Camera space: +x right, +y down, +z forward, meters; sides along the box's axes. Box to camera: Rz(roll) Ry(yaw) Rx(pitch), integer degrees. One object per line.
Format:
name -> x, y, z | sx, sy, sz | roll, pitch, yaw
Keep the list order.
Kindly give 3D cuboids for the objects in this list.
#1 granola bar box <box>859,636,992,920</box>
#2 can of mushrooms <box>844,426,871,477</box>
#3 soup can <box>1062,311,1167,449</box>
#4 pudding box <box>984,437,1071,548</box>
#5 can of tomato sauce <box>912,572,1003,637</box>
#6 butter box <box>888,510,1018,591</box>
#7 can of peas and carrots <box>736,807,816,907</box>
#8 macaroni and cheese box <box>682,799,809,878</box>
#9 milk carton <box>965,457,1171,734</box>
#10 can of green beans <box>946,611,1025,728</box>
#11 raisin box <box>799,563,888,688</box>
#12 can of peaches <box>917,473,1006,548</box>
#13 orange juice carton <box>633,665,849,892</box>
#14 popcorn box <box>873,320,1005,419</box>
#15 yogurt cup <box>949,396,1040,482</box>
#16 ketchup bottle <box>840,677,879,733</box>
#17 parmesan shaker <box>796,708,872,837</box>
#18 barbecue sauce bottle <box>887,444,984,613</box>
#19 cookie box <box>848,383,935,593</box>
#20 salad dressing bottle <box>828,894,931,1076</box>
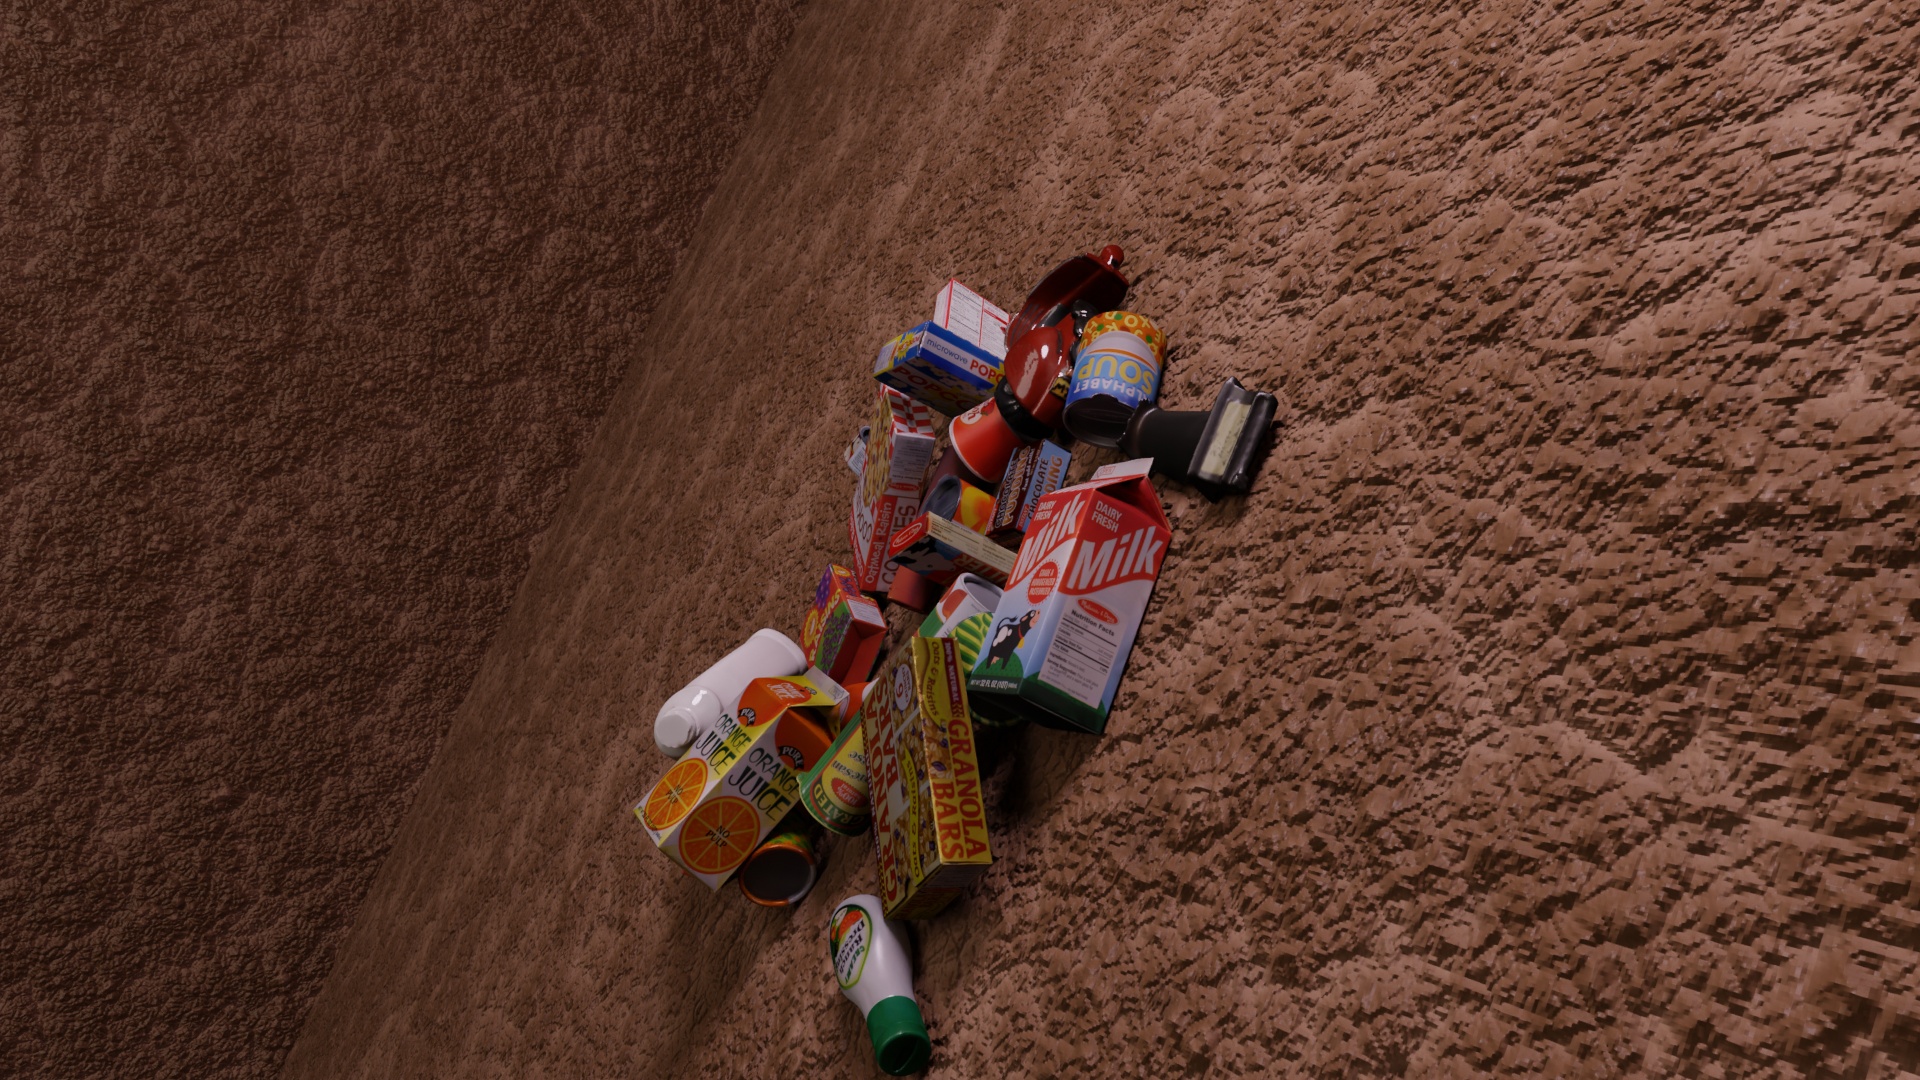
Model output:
granola bar box -> -0.029, 0.168, 0.976 | 0.123, 0.039, 0.166 | 124, 143, -52
can of mushrooms -> -0.081, -0.081, 1.394 | 0.033, 0.071, 0.071 | -53, 26, 22
soup can -> 0.117, -0.123, 1.048 | 0.071, 0.071, 0.084 | -26, 42, 52
pudding box -> 0.055, -0.038, 1.127 | 0.049, 0.030, 0.084 | -14, 52, 60
can of tomato sauce -> 0.002, 0.076, 1.068 | 0.083, 0.071, 0.071 | -53, 26, 16
butter box -> 0.000, 0.016, 1.089 | 0.053, 0.103, 0.024 | -32, 41, 45
can of peas and carrots -> -0.160, 0.266, 1.176 | 0.070, 0.071, 0.059 | -55, 26, 15
macaroni and cheese box -> -0.193, 0.238, 1.305 | 0.165, 0.040, 0.124 | -39, 32, 39
milk carton -> 0.081, 0.030, 0.953 | 0.072, 0.073, 0.191 | -6, 59, 62
can of green beans -> 0.025, 0.094, 1.005 | 0.071, 0.071, 0.058 | -56, 26, 13
raisin box -> -0.111, 0.086, 1.293 | 0.086, 0.040, 0.124 | -66, 22, 17
can of peaches -> 0.004, -0.015, 1.168 | 0.071, 0.058, 0.071 | -45, 29, 34
orange juice carton -> -0.173, 0.186, 1.155 | 0.193, 0.073, 0.072 | -48, 32, -10
popcorn box -> -0.002, -0.143, 1.232 | 0.085, 0.126, 0.038 | -16, 54, 58
yogurt cup -> 0.032, -0.091, 1.188 | 0.053, 0.072, 0.073 | -35, 35, 31
ketchup bottle -> -0.089, 0.152, 1.191 | 0.148, 0.043, 0.065 | -36, 39, 43
parmesan shaker -> -0.075, 0.175, 1.106 | 0.102, 0.071, 0.071 | -53, 26, 20
barbecue sauce bottle -> -0.020, -0.010, 1.226 | 0.149, 0.043, 0.065 | -67, 10, -10
cookie box -> -0.067, -0.052, 1.297 | 0.123, 0.040, 0.166 | -106, 27, -58
salad dressing bottle -> -0.055, 0.306, 0.964 | 0.064, 0.044, 0.148 | -60, 25, 11
